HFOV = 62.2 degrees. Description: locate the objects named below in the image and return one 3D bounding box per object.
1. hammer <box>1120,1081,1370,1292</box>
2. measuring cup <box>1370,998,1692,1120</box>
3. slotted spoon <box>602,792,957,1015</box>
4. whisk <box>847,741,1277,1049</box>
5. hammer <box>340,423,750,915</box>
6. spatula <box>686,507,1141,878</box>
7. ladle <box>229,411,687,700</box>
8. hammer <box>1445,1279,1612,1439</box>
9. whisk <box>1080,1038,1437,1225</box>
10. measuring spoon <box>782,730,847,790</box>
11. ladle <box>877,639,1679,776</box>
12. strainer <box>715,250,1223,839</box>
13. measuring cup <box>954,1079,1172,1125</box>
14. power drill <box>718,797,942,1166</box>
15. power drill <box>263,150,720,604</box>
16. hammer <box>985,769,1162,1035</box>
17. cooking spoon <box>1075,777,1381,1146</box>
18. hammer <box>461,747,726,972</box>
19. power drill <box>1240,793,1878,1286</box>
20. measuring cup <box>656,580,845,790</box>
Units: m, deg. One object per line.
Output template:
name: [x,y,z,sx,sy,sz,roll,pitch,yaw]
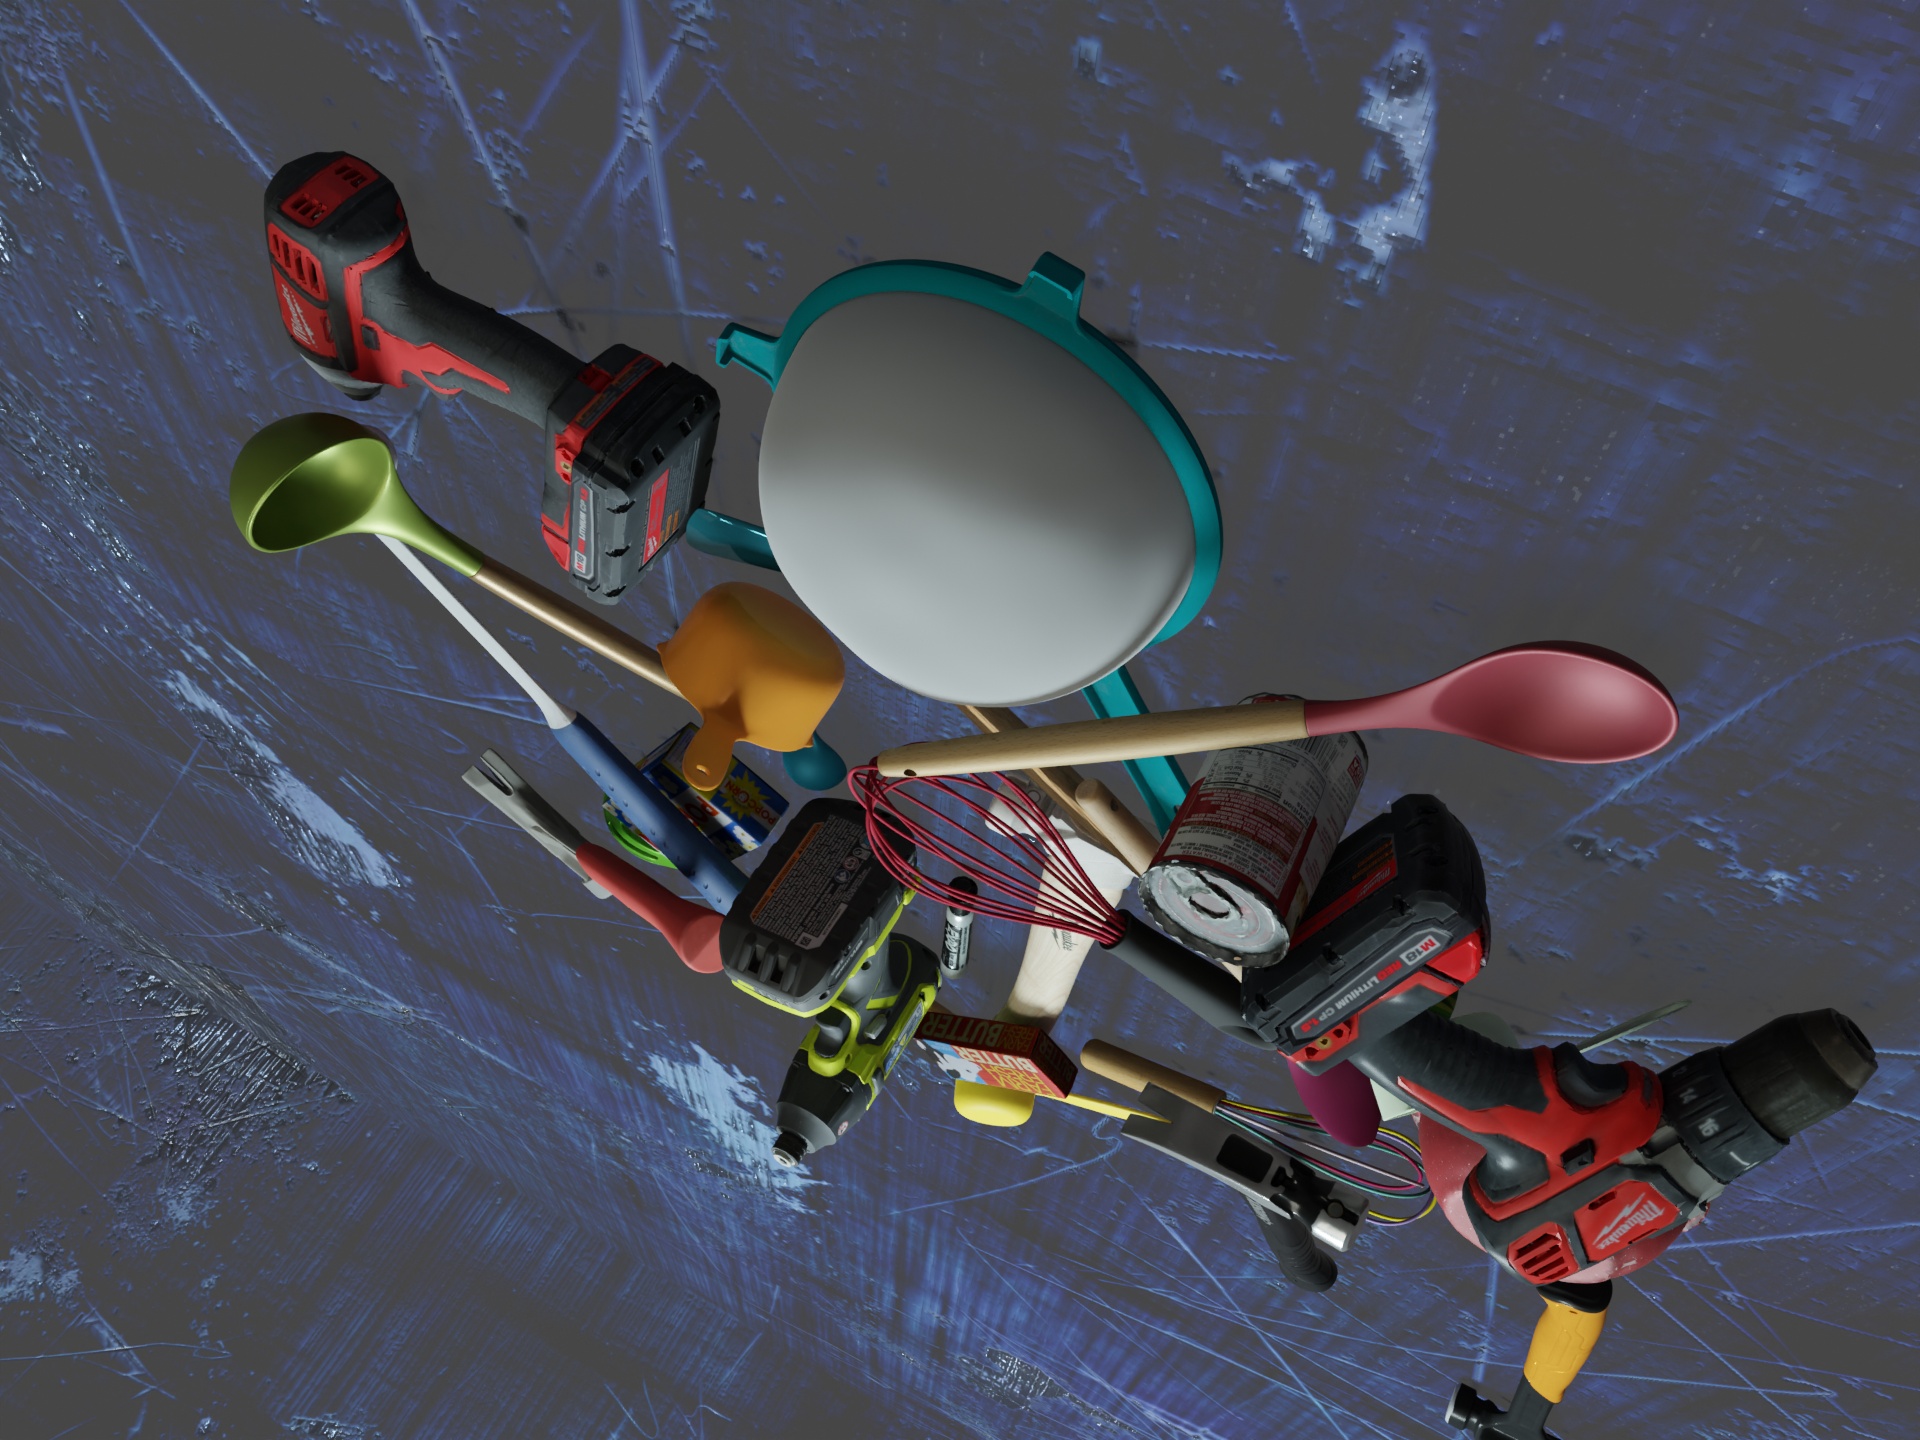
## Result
hammer: [0.199,0.318,1.021,0.146,0.035,0.334,24,162,28]
measuring cup: [0.271,0.152,0.771,0.083,0.038,0.167,2,151,-44]
slotted spoon: [-0.130,0.142,1.149,0.313,0.031,0.070,32,147,-2]
whisk: [0.063,0.095,0.795,0.295,0.073,0.073,34,152,-25]
hammer: [-0.246,-0.010,0.945,0.144,0.035,0.405,5,141,49]
spatula: [-0.001,-0.002,0.782,0.317,0.044,0.082,43,166,-6]
ladle: [-0.231,-0.063,0.835,0.319,0.078,0.062,33,-161,-45]
hammer: [0.405,0.443,1.074,0.127,0.034,0.336,19,147,25]
whisk: [0.184,0.248,1.002,0.245,0.051,0.047,17,126,33]
measuring spoon: [-0.100,0.002,0.919,0.042,0.021,0.128,16,147,26]
ladle: [0.112,0.004,0.632,0.315,0.031,0.069,-6,140,21]
strainer: [0.023,-0.029,0.687,0.211,0.095,0.340,2,136,42]
measuring cup: [0.071,0.275,1.107,0.156,0.029,0.062,14,153,-2]
power drill: [-0.078,0.169,1.001,0.080,0.171,0.223,20,144,20]
power drill: [-0.229,-0.159,0.760,0.219,0.078,0.143,34,150,3]
hammer: [0.062,0.164,0.992,0.146,0.038,0.410,27,150,8]
cooking spoon: [0.146,0.125,0.795,0.017,0.069,0.318,-9,138,40]
hammer: [-0.241,0.100,1.087,0.149,0.037,0.359,48,164,-25]
power drill: [0.254,0.135,0.687,0.226,0.080,0.188,41,118,-12]
measuring cup: [-0.102,-0.017,0.772,0.095,0.174,0.052,33,107,-10]
